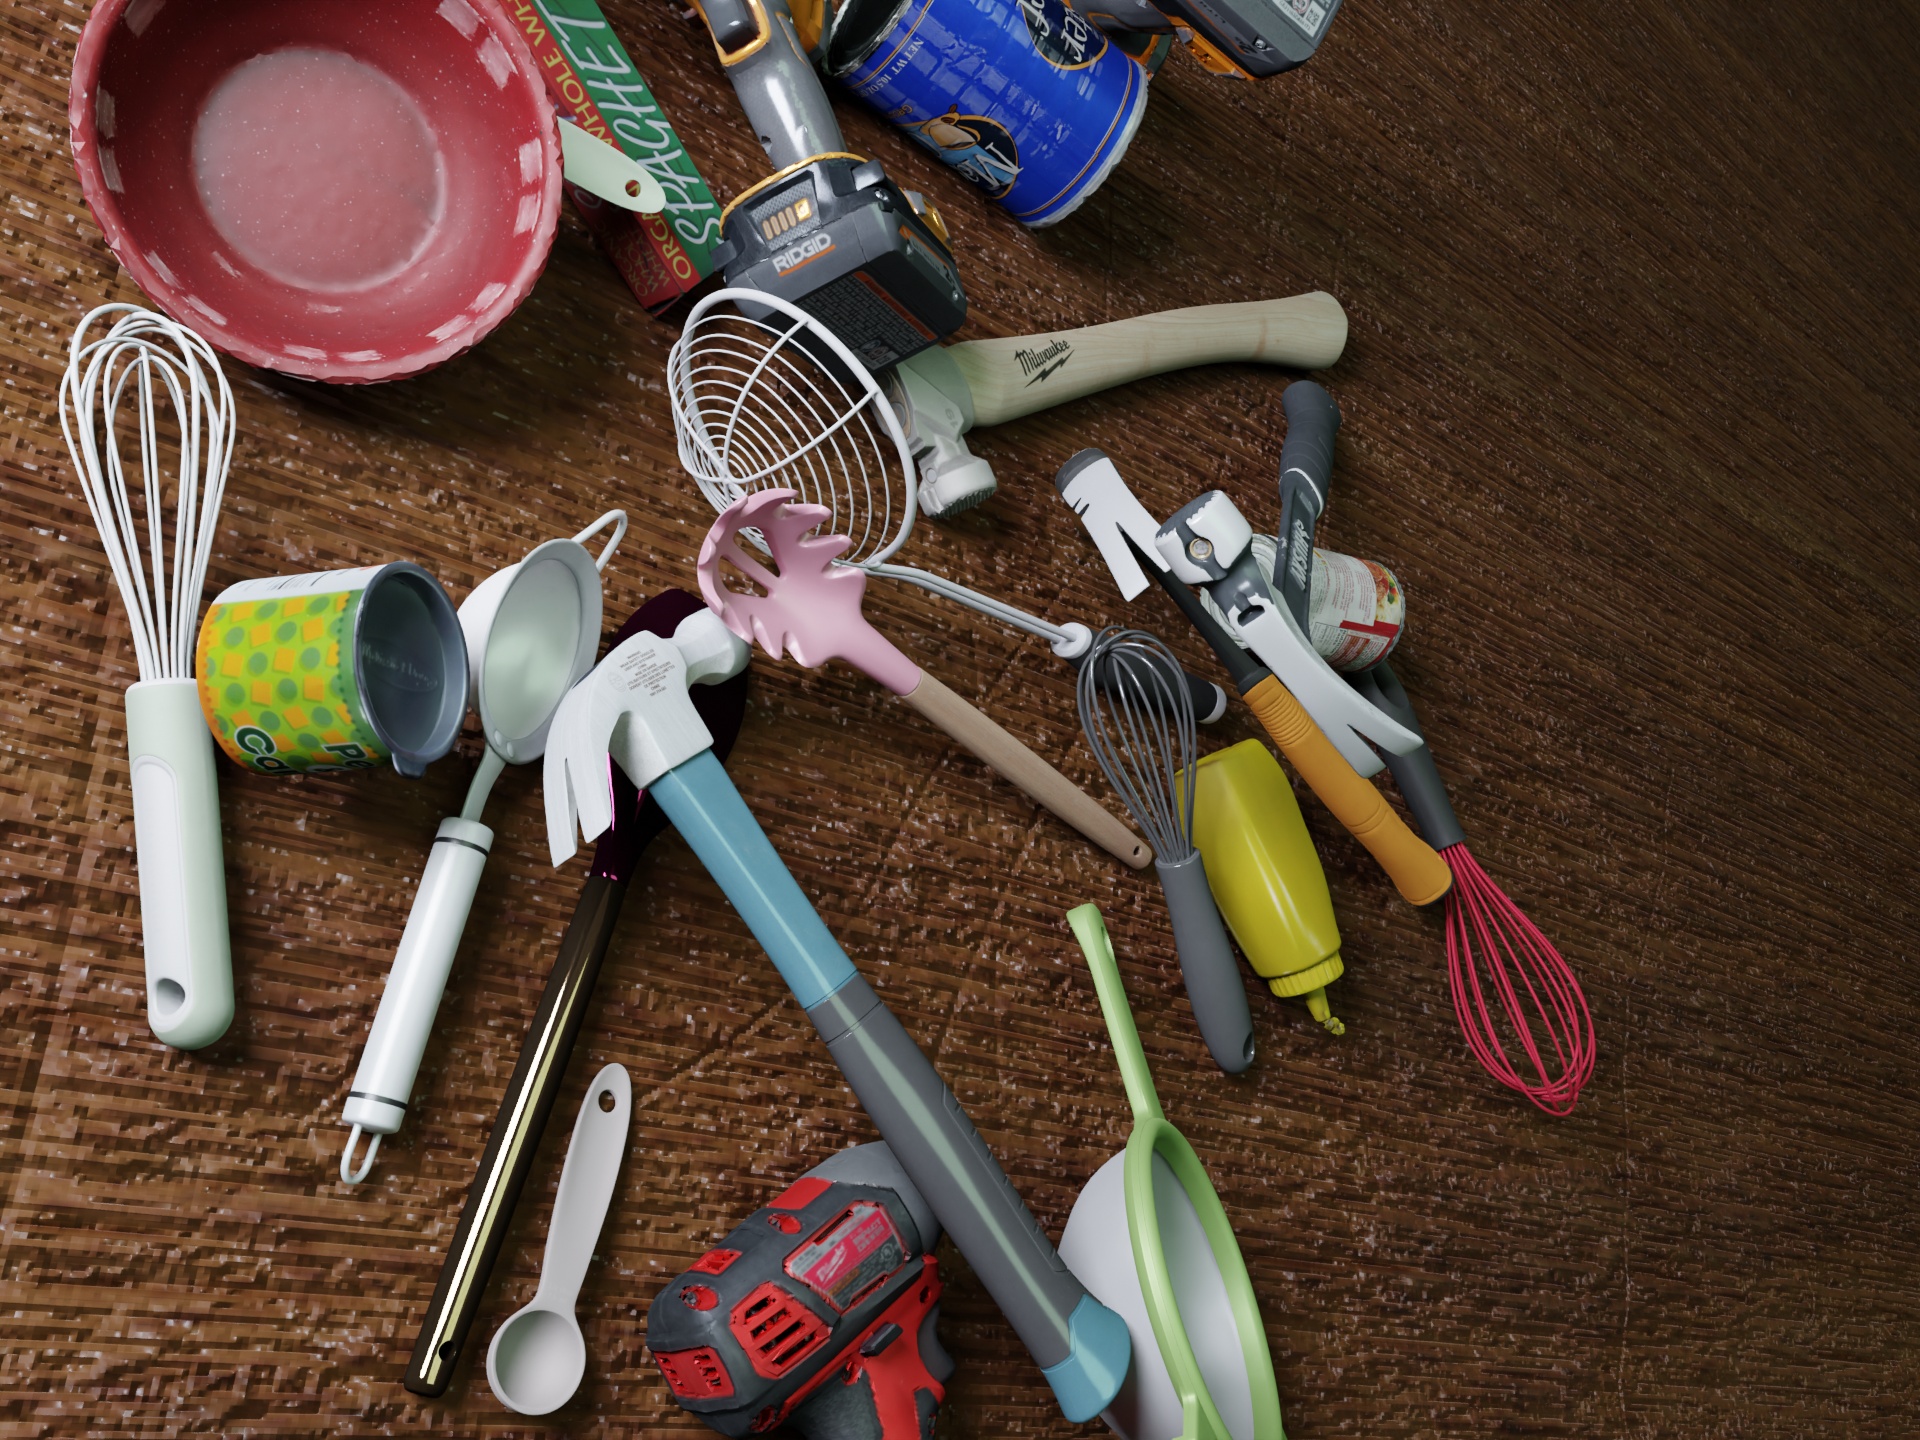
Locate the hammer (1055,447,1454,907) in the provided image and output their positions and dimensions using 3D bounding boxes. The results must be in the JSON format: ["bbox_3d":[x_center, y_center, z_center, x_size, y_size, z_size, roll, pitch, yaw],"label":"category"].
[{"bbox_3d":[0.170,-0.001,0.832,0.336,0.034,0.127,44,13,-30],"label":"hammer"}]

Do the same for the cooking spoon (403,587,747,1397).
[{"bbox_3d":[-0.140,0.084,0.593,0.068,0.017,0.319,35,54,-32],"label":"cooking spoon"}]

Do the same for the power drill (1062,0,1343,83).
[{"bbox_3d":[0.083,-0.406,0.852,0.164,0.227,0.084,26,92,-30],"label":"power drill"}]

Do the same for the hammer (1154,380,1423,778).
[{"bbox_3d":[0.181,-0.108,0.831,0.149,0.036,0.409,49,27,-11],"label":"hammer"}]

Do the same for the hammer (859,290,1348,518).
[{"bbox_3d":[0.098,-0.220,0.906,0.410,0.038,0.146,-22,87,-44],"label":"hammer"}]

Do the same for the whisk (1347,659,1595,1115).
[{"bbox_3d":[0.299,0.092,0.947,0.073,0.073,0.296,-12,76,-43],"label":"whisk"}]

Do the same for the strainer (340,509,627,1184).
[{"bbox_3d":[-0.177,0.034,0.567,0.086,0.050,0.259,74,25,-65],"label":"strainer"}]

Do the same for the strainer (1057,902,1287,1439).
[{"bbox_3d":[0.065,0.205,0.694,0.151,0.069,0.257,44,26,-57],"label":"strainer"}]

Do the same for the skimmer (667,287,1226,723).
[{"bbox_3d":[0.019,-0.083,0.745,0.363,0.127,0.090,20,79,-43],"label":"skimmer"}]

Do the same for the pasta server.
[{"bbox_3d":[-0.001,-0.002,0.697,0.315,0.040,0.060,37,80,-39],"label":"pasta server"}]

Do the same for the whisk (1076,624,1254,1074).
[{"bbox_3d":[0.106,0.066,0.773,0.055,0.055,0.239,-32,111,-43],"label":"whisk"}]

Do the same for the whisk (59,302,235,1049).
[{"bbox_3d":[-0.258,-0.018,0.515,0.059,0.058,0.246,16,64,-70],"label":"whisk"}]

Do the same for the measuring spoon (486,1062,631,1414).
[{"bbox_3d":[-0.140,0.181,0.563,0.034,0.018,0.124,32,48,-28],"label":"measuring spoon"}]

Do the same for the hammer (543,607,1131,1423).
[{"bbox_3d":[-0.039,0.111,0.592,0.331,0.033,0.128,55,34,0],"label":"hammer"}]

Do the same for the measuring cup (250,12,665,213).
[{"bbox_3d":[-0.198,-0.247,0.639,0.167,0.038,0.083,23,88,-29],"label":"measuring cup"}]

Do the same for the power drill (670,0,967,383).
[{"bbox_3d":[-0.088,-0.277,0.687,0.226,0.084,0.185,69,16,11],"label":"power drill"}]

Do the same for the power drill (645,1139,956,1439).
[{"bbox_3d":[-0.010,0.270,0.598,0.143,0.078,0.219,-30,91,-44],"label":"power drill"}]
